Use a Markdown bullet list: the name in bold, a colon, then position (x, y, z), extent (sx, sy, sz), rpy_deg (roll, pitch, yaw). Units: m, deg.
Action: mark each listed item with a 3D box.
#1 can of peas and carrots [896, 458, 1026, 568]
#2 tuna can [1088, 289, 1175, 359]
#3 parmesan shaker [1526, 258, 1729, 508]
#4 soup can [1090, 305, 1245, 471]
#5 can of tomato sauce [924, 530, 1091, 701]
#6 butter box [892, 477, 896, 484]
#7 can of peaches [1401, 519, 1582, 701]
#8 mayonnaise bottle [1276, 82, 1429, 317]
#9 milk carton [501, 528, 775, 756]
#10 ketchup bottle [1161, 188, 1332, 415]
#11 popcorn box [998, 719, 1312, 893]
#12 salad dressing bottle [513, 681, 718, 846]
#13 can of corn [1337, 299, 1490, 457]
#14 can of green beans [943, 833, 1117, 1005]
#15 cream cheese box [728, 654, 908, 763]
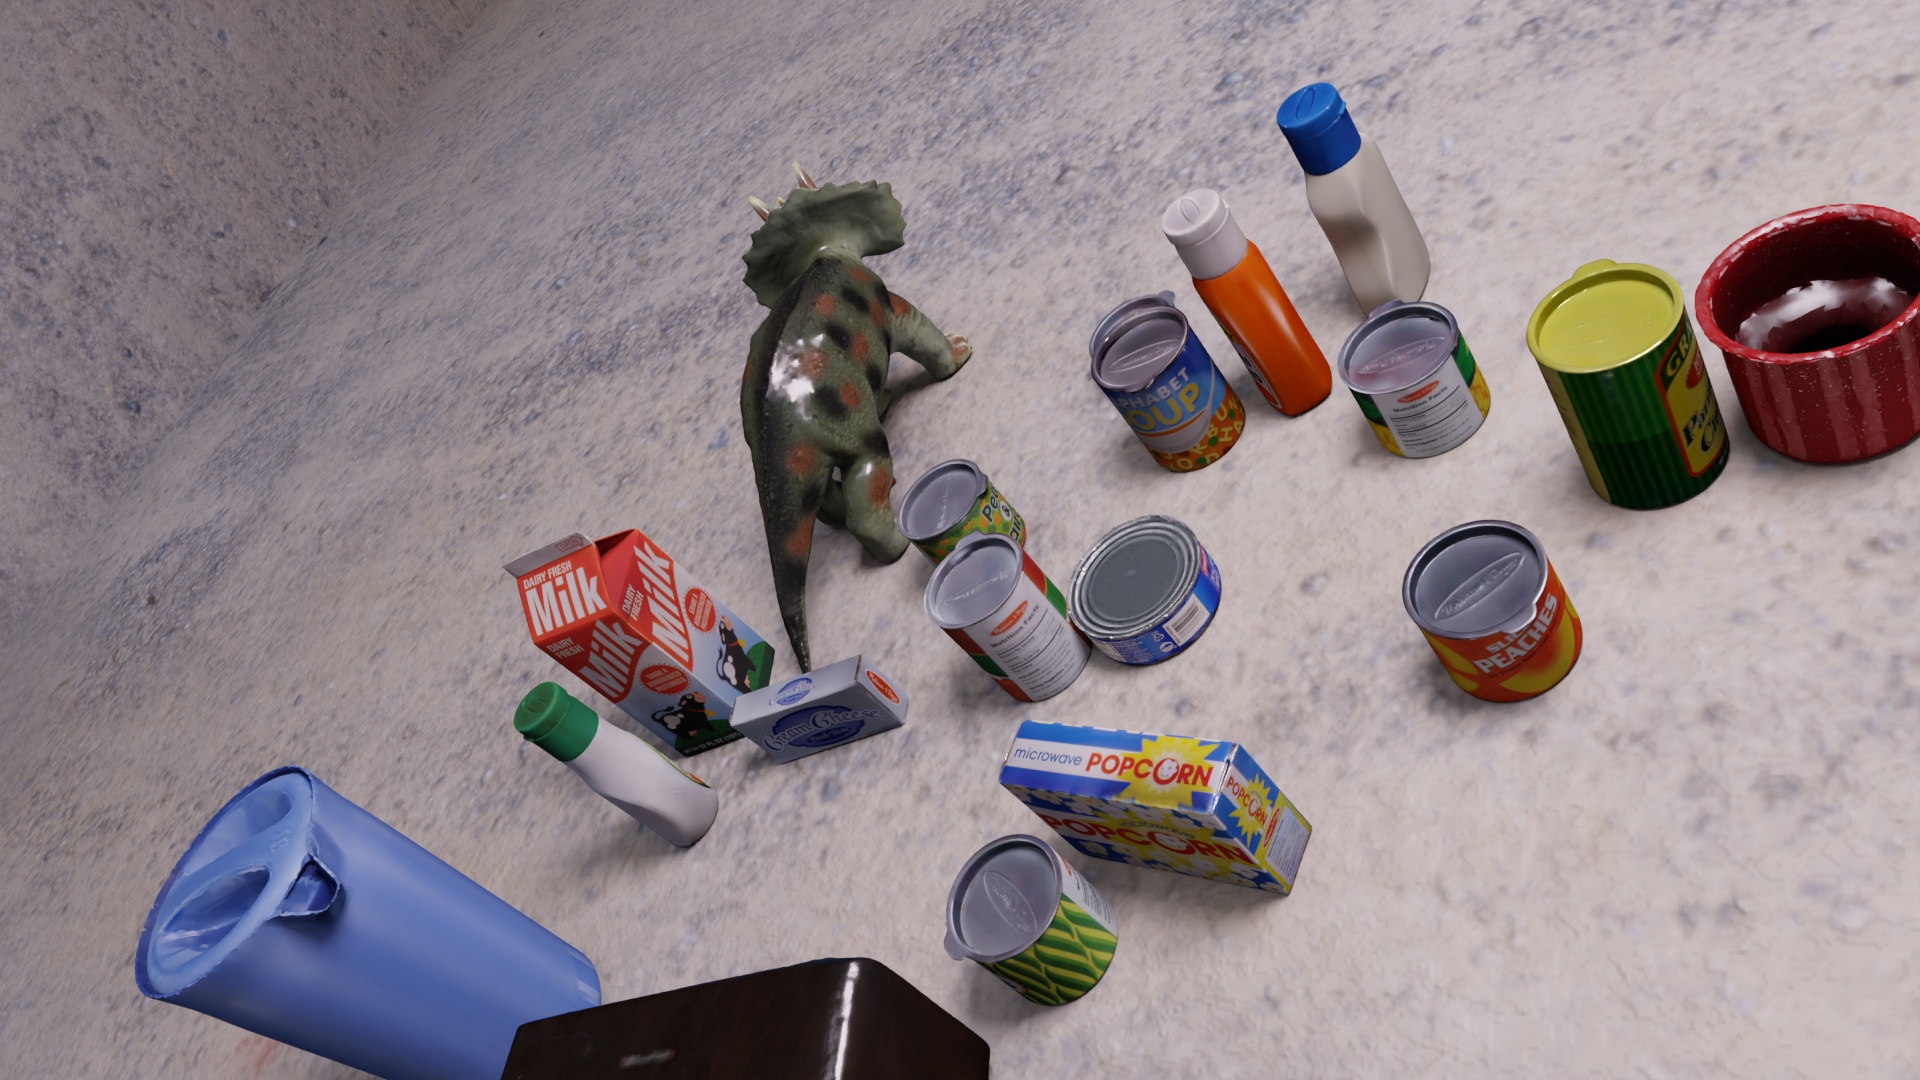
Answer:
- **can of peas and carrots**: position (0.003, -0.011, 0.913), extent (0.071, 0.058, 0.071), rpy_deg (-24, 41, 23)
- **tuna can**: position (0.126, -0.135, 0.945), extent (0.071, 0.032, 0.071), rpy_deg (-24, 41, 23)
- **parmesan shaker**: position (0.316, -0.073, 0.654), extent (0.071, 0.103, 0.072), rpy_deg (-24, 41, 23)
- **soup can**: position (0.129, -0.090, 0.856), extent (0.071, 0.083, 0.072), rpy_deg (-24, 41, 23)
- **can of tomato sauce**: position (0.029, 0.045, 0.814), extent (0.071, 0.083, 0.071), rpy_deg (-24, 41, 23)
- **butter box**: position (-0.091, -0.072, 1.062), extent (0.024, 0.053, 0.104), rpy_deg (-44, 37, -2)
- **can of peaches**: position (0.249, 0.035, 0.647), extent (0.071, 0.058, 0.071), rpy_deg (-24, 41, 23)
- **mayonnaise bottle**: position (0.232, -0.201, 0.818), extent (0.041, 0.147, 0.065), rpy_deg (-5, 51, 40)
- **milk carton**: position (-0.213, 0.060, 0.928), extent (0.072, 0.190, 0.074), rpy_deg (-22, 42, 25)
- **ketchup bottle**: position (0.168, -0.141, 0.816), extent (0.043, 0.148, 0.065), rpy_deg (-33, 38, 14)
- **popcorn box**: position (0.093, 0.127, 0.674), extent (0.126, 0.085, 0.038), rpy_deg (0, 54, 42)
- **salad dressing bottle**: position (-0.219, 0.143, 0.887), extent (0.064, 0.147, 0.044), rpy_deg (6, 59, 45)
- **can of corn**: position (0.251, -0.090, 0.767), extent (0.071, 0.058, 0.071), rpy_deg (-24, 41, 23)
- **can of green beans**: position (0.036, 0.188, 0.688), extent (0.071, 0.057, 0.071), rpy_deg (-24, 41, 23)
- **cream cheese box**: position (-0.090, 0.108, 0.883), extent (0.103, 0.053, 0.024), rpy_deg (-21, 42, 27)
